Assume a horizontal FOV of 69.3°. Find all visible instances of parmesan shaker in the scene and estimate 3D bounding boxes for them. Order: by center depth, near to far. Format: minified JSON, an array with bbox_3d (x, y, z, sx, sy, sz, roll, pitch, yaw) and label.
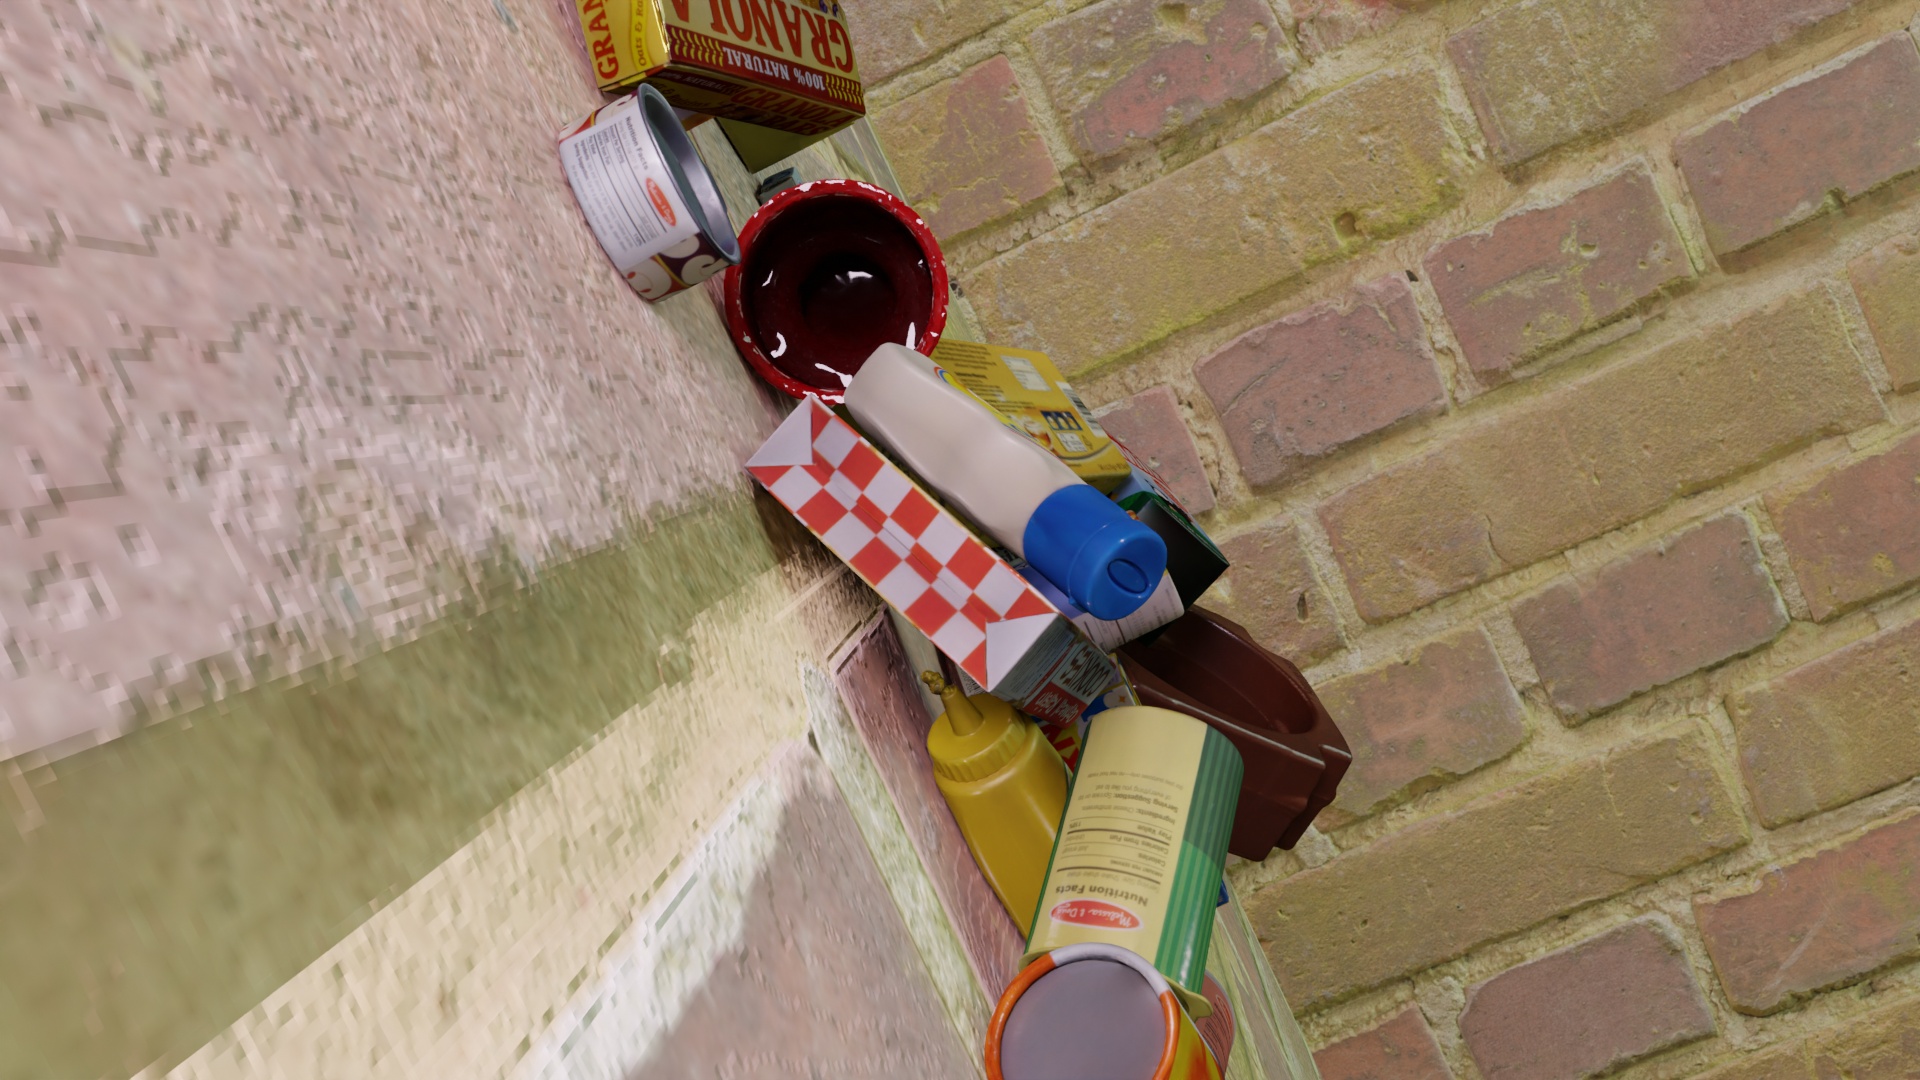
[{"bbox_3d":[0.070,0.123,0.527,0.071,0.071,0.103,60,39,-41],"label":"parmesan shaker"}]

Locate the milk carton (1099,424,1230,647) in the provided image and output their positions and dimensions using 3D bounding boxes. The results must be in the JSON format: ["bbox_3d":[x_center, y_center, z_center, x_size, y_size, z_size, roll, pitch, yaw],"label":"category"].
[{"bbox_3d":[0.096,-0.018,0.896,0.072,0.073,0.191,38,13,-22],"label":"milk carton"}]

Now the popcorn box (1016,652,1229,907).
[{"bbox_3d":[0.062,0.128,0.652,0.038,0.085,0.126,-92,156,-73],"label":"popcorn box"}]

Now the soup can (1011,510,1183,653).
[{"bbox_3d":[0.070,0.028,0.764,0.071,0.084,0.071,64,2,-4],"label":"soup can"}]

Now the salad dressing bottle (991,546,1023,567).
[{"bbox_3d":[0.003,-0.010,0.828,0.147,0.064,0.044,57,-5,2],"label":"salad dressing bottle"}]

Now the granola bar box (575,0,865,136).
[{"bbox_3d":[-0.106,-0.250,0.604,0.166,0.039,0.124,-21,98,-65],"label":"granola bar box"}]

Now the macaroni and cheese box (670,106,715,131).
[{"bbox_3d":[-0.158,-0.289,0.657,0.124,0.040,0.165,-103,167,-59],"label":"macaroni and cheese box"}]

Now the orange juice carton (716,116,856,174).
[{"bbox_3d":[-0.129,-0.320,0.854,0.072,0.072,0.193,57,10,-51],"label":"orange juice carton"}]

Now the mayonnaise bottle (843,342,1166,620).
[{"bbox_3d":[0.016,-0.023,0.523,0.148,0.041,0.064,41,4,42],"label":"mayonnaise bottle"}]

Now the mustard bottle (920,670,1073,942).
[{"bbox_3d":[0.025,0.112,0.578,0.159,0.049,0.065,60,14,-30],"label":"mustard bottle"}]

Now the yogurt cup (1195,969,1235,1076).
[{"bbox_3d":[0.082,0.217,0.588,0.072,0.072,0.054,64,14,-7],"label":"yogurt cup"}]

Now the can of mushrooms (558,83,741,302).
[{"bbox_3d":[-0.104,-0.117,0.472,0.071,0.033,0.071,63,7,-13],"label":"can of mushrooms"}]

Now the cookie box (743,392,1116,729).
[{"bbox_3d":[-0.003,0.015,0.553,0.123,0.040,0.167,41,-1,18],"label":"cookie box"}]

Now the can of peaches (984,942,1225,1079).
[{"bbox_3d":[0.047,0.176,0.454,0.071,0.071,0.058,-108,171,-49],"label":"can of peaches"}]

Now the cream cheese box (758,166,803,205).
[{"bbox_3d":[-0.089,-0.174,0.848,0.103,0.024,0.053,63,6,-22],"label":"cream cheese box"}]
